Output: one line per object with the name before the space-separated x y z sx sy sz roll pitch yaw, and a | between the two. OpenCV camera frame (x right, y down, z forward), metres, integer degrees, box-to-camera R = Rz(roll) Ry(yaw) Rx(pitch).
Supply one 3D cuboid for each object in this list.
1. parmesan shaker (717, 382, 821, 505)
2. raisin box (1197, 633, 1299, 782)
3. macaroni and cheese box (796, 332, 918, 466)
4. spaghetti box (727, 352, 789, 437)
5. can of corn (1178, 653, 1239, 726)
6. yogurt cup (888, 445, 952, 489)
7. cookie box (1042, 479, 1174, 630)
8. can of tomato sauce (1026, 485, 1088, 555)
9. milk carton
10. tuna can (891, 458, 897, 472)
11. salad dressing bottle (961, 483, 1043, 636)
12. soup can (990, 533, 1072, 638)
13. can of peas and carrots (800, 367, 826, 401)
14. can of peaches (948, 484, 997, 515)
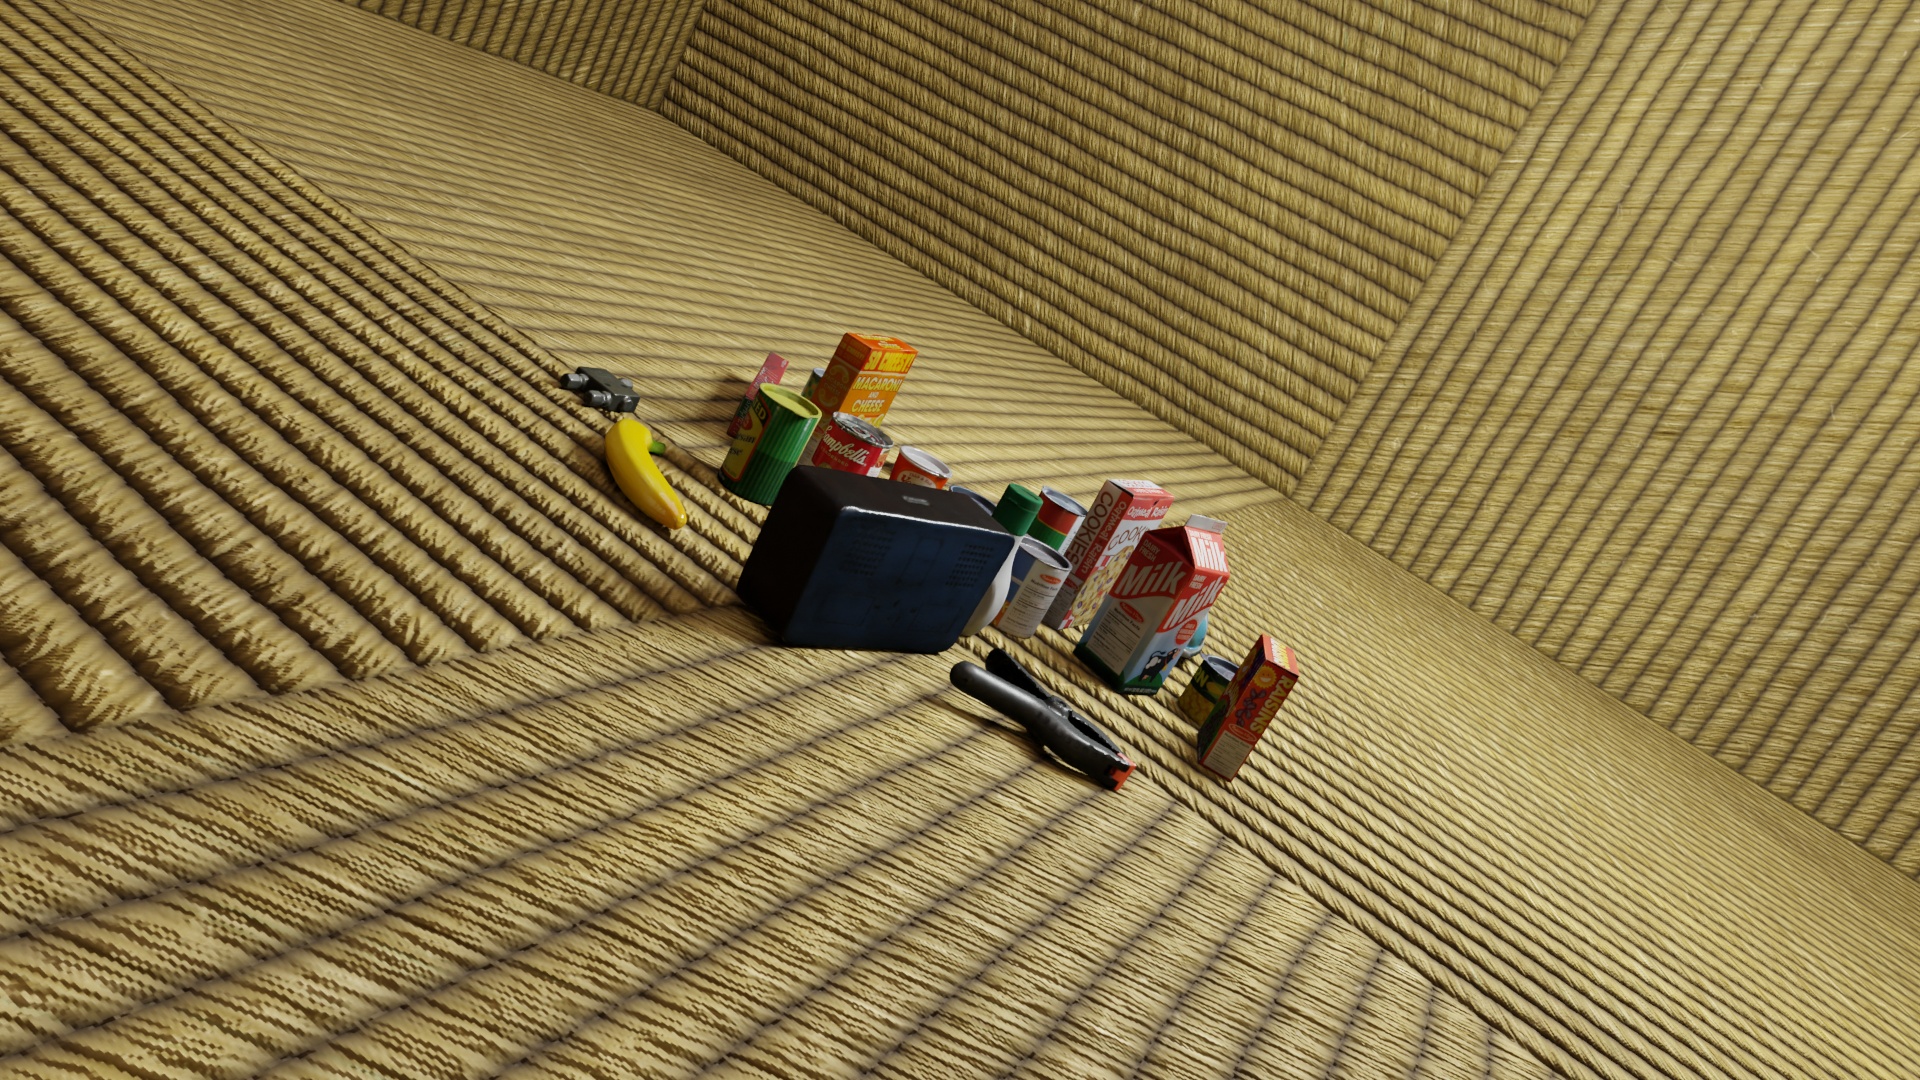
parmesan shaker | -0.187 -0.092 1.358 0.071 0.102 0.071 27 16 -8
raisin box | 0.275 0.159 1.330 0.040 0.123 0.086 30 15 3
macaroni and cheese box | -0.123 -0.145 1.514 0.040 0.166 0.124 33 16 16
spaghetti box | -0.233 -0.169 1.614 0.029 0.050 0.251 26 16 -10
can of corn | 0.264 0.158 1.432 0.071 0.058 0.071 27 16 -8
yogurt cup | -0.051 -0.071 1.613 0.072 0.053 0.072 27 16 -8
cookie box | 0.156 0.014 1.495 0.040 0.167 0.123 36 17 23
can of tomato sauce | 0.104 -0.012 1.641 0.071 0.083 0.071 27 16 -8
milk carton | 0.201 0.058 1.395 0.072 0.190 0.073 10 24 -50
tuna can | -0.047 -0.084 1.699 0.071 0.032 0.071 27 16 -8
salad dressing bottle | 0.027 0.018 1.300 0.064 0.147 0.044 36 17 23
soup can | 0.062 0.045 1.394 0.071 0.083 0.071 27 16 -8
can of peas and carrots | -0.164 -0.173 1.728 0.071 0.058 0.071 27 16 -8
can of peaches | 0.006 -0.019 1.542 0.071 0.058 0.071 27 16 -8
